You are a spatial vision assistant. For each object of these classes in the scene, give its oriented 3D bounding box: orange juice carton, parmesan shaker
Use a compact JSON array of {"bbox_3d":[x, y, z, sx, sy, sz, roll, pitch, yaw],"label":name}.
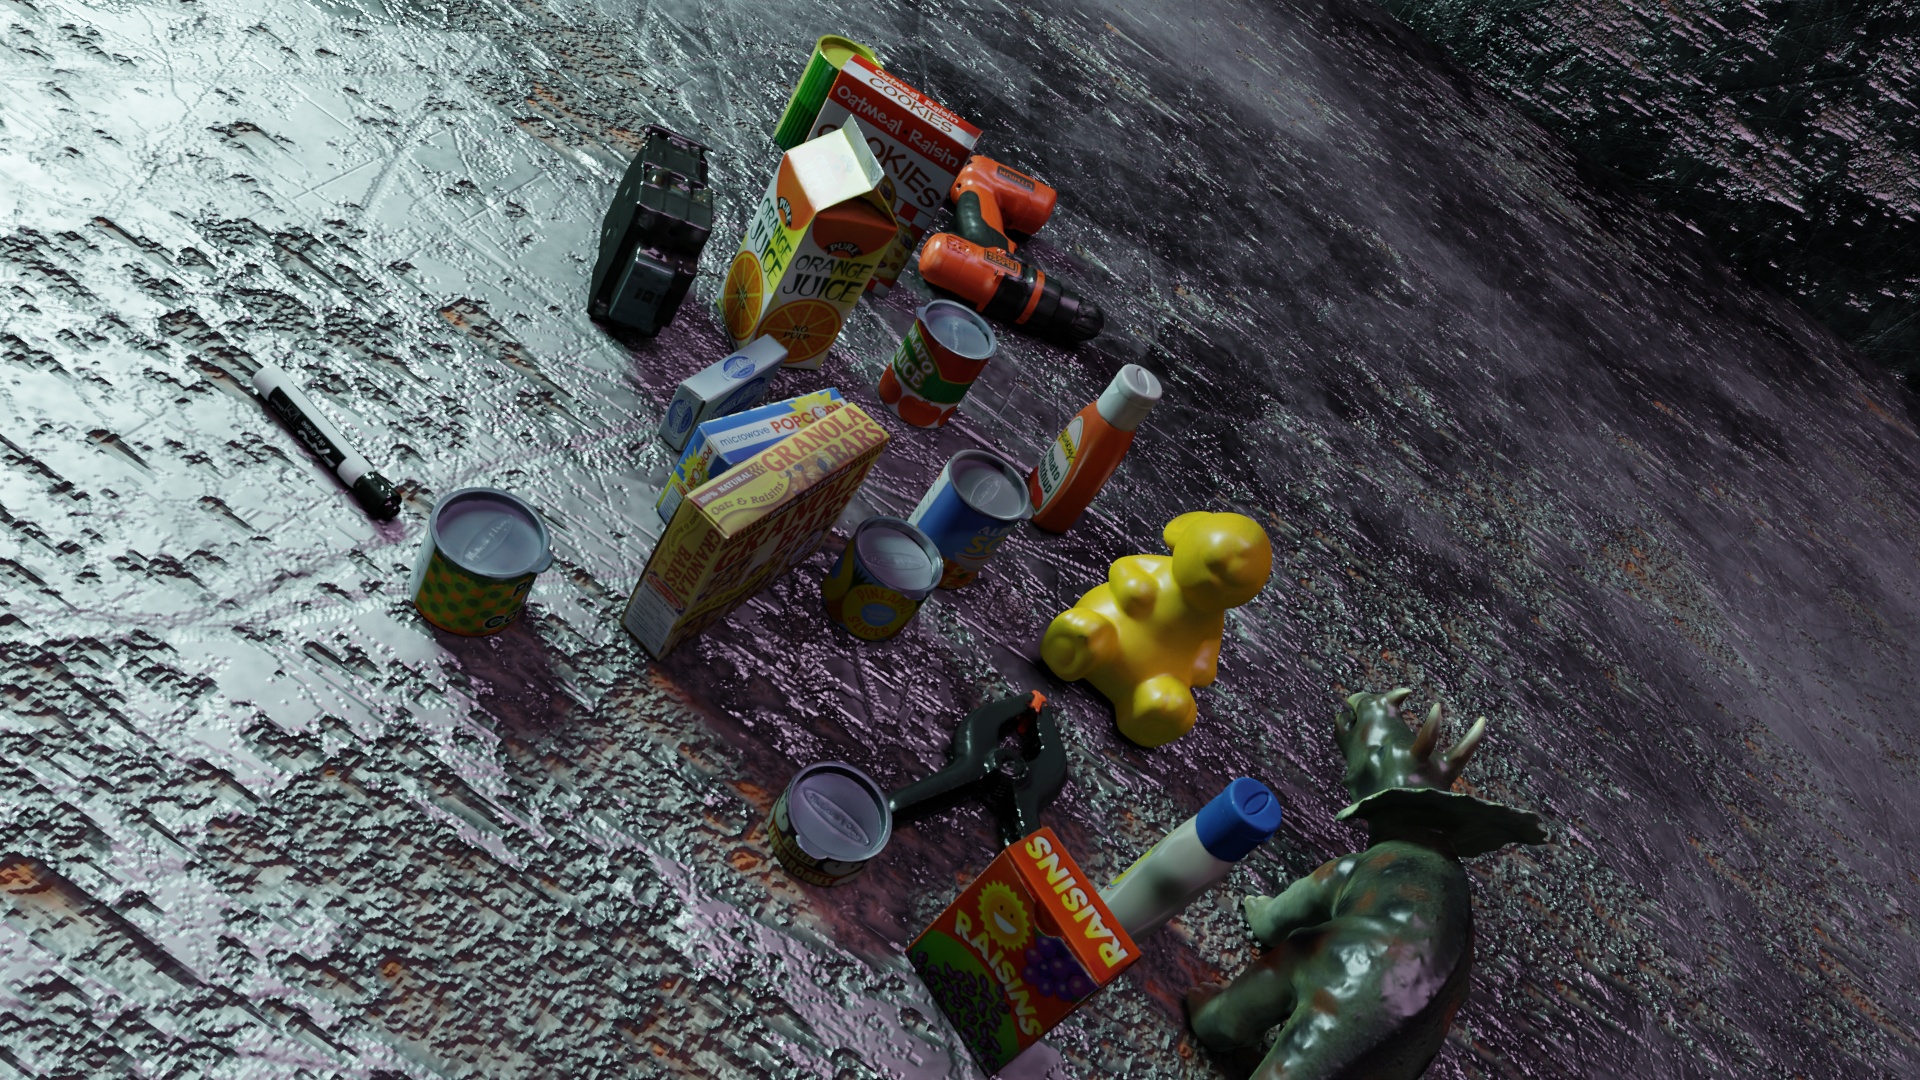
[{"bbox_3d":[-0.110,-0.221,1.042,0.073,0.191,0.072,1,51,-36],"label":"orange juice carton"},{"bbox_3d":[-0.121,-0.405,1.286,0.071,0.102,0.072,20,42,-19],"label":"parmesan shaker"}]

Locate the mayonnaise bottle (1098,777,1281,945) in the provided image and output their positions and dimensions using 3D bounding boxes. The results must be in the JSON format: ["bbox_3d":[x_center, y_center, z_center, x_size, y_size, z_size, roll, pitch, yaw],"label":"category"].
[{"bbox_3d":[0.136,0.196,0.842,0.065,0.147,0.041,-21,66,-46],"label":"mayonnaise bottle"}]

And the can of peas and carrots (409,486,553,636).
[{"bbox_3d":[-0.273,0.014,0.795,0.071,0.058,0.071,20,42,-19],"label":"can of peas and carrots"}]

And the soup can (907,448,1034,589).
[{"bbox_3d":[0.004,-0.013,1.003,0.071,0.083,0.072,20,42,-19],"label":"soup can"}]

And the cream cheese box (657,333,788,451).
[{"bbox_3d":[-0.169,-0.107,0.994,0.024,0.053,0.104,41,39,5],"label":"cream cheese box"}]

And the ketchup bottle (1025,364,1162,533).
[{"bbox_3d":[0.103,-0.073,1.085,0.043,0.148,0.065,17,43,-22],"label":"ketchup bottle"}]

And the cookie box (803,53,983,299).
[{"bbox_3d":[-0.075,-0.303,1.168,0.123,0.166,0.040,30,39,-8],"label":"cookie box"}]

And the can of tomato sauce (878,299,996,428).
[{"bbox_3d":[-0.021,-0.141,1.113,0.071,0.082,0.071,20,42,-19],"label":"can of tomato sauce"}]

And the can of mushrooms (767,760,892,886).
[{"bbox_3d":[-0.077,0.166,0.807,0.071,0.033,0.071,20,42,-19],"label":"can of mushrooms"}]

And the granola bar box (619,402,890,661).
[{"bbox_3d":[-0.128,-0.009,0.872,0.039,0.123,0.166,43,39,8],"label":"granola bar box"}]

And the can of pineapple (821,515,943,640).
[{"bbox_3d":[-0.054,0.027,0.942,0.071,0.057,0.071,20,42,-19],"label":"can of pineapple"}]

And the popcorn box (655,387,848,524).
[{"bbox_3d":[-0.135,-0.052,0.940,0.127,0.084,0.038,-23,67,-47],"label":"popcorn box"}]

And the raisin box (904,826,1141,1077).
[{"bbox_3d":[0.031,0.225,0.756,0.040,0.122,0.086,-16,62,-45],"label":"raisin box"}]
